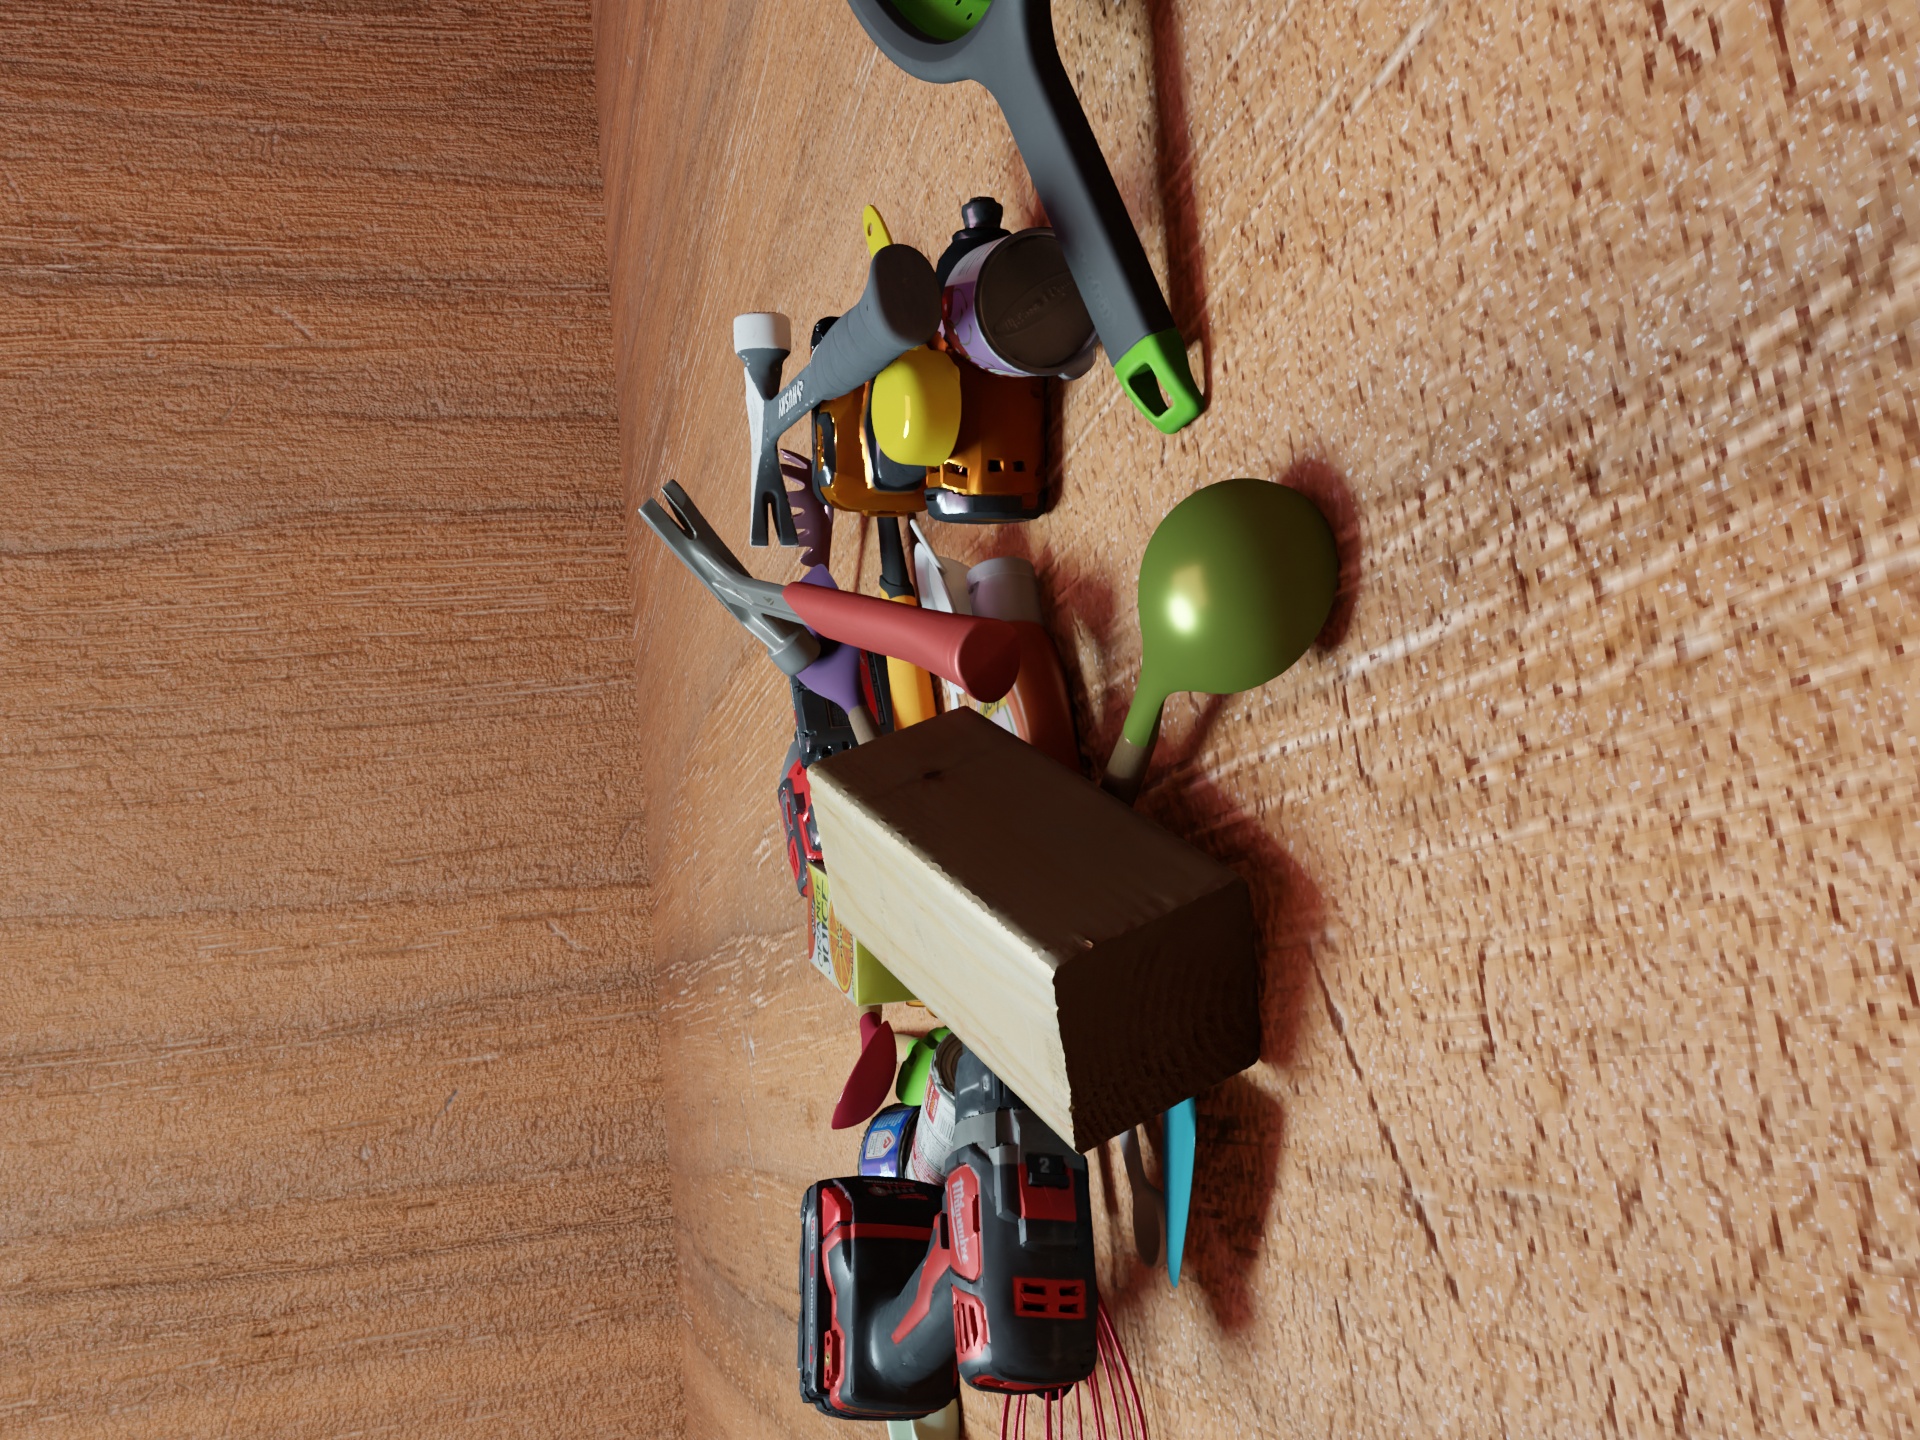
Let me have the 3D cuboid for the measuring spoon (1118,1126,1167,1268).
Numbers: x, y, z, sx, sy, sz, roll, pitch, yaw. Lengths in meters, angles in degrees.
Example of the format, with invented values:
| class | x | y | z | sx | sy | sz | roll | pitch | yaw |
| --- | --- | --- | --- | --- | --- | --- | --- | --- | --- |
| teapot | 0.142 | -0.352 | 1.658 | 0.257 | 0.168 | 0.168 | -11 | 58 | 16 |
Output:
| class | x | y | z | sx | sy | sz | roll | pitch | yaw |
| --- | --- | --- | --- | --- | --- | --- | --- | --- | --- |
| measuring spoon | 0.084 | 0.190 | 0.731 | 0.034 | 0.018 | 0.124 | 105 | 162 | -45 |

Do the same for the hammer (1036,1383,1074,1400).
| class | x | y | z | sx | sy | sz | roll | pitch | yaw |
| --- | --- | --- | --- | --- | --- | --- | --- | --- | --- |
| hammer | -0.010 | 0.360 | 0.968 | 0.335 | 0.035 | 0.146 | 157 | 130 | -68 |

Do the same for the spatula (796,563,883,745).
| class | x | y | z | sx | sy | sz | roll | pitch | yaw |
| --- | --- | --- | --- | --- | --- | --- | --- | --- | --- |
| spatula | -0.058 | 0.014 | 1.013 | 0.059 | 0.018 | 0.316 | -43 | 49 | 17 |

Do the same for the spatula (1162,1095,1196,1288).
| class | x | y | z | sx | sy | sz | roll | pitch | yaw |
| --- | --- | --- | --- | --- | --- | --- | --- | --- | --- |
| spatula | 0.046 | 0.127 | 0.755 | 0.318 | 0.044 | 0.082 | -134 | 40 | -56 |

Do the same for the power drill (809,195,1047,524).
| class | x | y | z | sx | sy | sz | roll | pitch | yaw |
| --- | --- | --- | --- | --- | --- | --- | --- | --- | --- |
| power drill | -0.018 | -0.192 | 0.889 | 0.227 | 0.084 | 0.164 | -164 | 72 | -67 |

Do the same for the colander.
| class | x | y | z | sx | sy | sz | roll | pitch | yaw |
| --- | --- | --- | --- | --- | --- | --- | --- | --- | --- |
| colander | 0.045 | -0.315 | 0.681 | 0.397 | 0.094 | 0.204 | 67 | 157 | 4 |

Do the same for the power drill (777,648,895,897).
| class | x | y | z | sx | sy | sz | roll | pitch | yaw |
| --- | --- | --- | --- | --- | --- | --- | --- | --- | --- |
| power drill | -0.096 | 0.027 | 1.184 | 0.219 | 0.078 | 0.143 | 109 | 153 | -56 |

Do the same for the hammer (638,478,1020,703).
| class | x | y | z | sx | sy | sz | roll | pitch | yaw |
| --- | --- | --- | --- | --- | --- | --- | --- | --- | --- |
| hammer | -0.074 | -0.065 | 0.884 | 0.149 | 0.037 | 0.359 | 50 | 166 | -25 |

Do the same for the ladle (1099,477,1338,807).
| class | x | y | z | sx | sy | sz | roll | pitch | yaw |
| --- | --- | --- | --- | --- | --- | --- | --- | --- | --- |
| ladle | 0.083 | 0.017 | 0.675 | 0.320 | 0.062 | 0.078 | 102 | 156 | -57 |

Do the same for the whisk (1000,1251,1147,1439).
| class | x | y | z | sx | sy | sz | roll | pitch | yaw |
| --- | --- | --- | --- | --- | --- | --- | --- | --- | --- |
| whisk | 0.050 | 0.264 | 0.773 | 0.073 | 0.073 | 0.296 | 134 | 136 | -67 |

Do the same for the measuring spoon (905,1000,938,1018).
| class | x | y | z | sx | sy | sz | roll | pitch | yaw |
| --- | --- | --- | --- | --- | --- | --- | --- | --- | --- |
| measuring spoon | -0.020 | 0.187 | 1.030 | 0.117 | 0.021 | 0.011 | 137 | 129 | -76 |

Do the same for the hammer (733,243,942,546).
| class | x | y | z | sx | sy | sz | roll | pitch | yaw |
| --- | --- | --- | --- | --- | --- | --- | --- | --- | --- |
| hammer | -0.075 | -0.176 | 0.837 | 0.409 | 0.036 | 0.149 | -170 | 77 | -74 |

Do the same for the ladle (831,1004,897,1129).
| class | x | y | z | sx | sy | sz | roll | pitch | yaw |
| --- | --- | --- | --- | --- | --- | --- | --- | --- | --- |
| ladle | -0.062 | 0.194 | 1.064 | 0.315 | 0.031 | 0.069 | -109 | 43 | -80 |

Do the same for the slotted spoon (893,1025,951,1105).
| class | x | y | z | sx | sy | sz | roll | pitch | yaw |
| --- | --- | --- | --- | --- | --- | --- | --- | --- | --- |
| slotted spoon | -0.035 | 0.220 | 1.062 | 0.031 | 0.070 | 0.313 | 51 | 165 | 0 |

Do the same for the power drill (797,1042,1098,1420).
| class | x | y | z | sx | sy | sz | roll | pitch | yaw |
| --- | --- | --- | --- | --- | --- | --- | --- | --- | --- |
| power drill | -0.006 | 0.228 | 0.752 | 0.226 | 0.080 | 0.188 | 128 | 147 | -52 |

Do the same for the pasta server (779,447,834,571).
| class | x | y | z | sx | sy | sz | roll | pitch | yaw |
| --- | --- | --- | --- | --- | --- | --- | --- | --- | --- |
| pasta server | -0.116 | -0.072 | 1.234 | 0.060 | 0.040 | 0.316 | -85 | -1 | -46 |

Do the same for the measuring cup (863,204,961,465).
| class | x | y | z | sx | sy | sz | roll | pitch | yaw |
| --- | --- | --- | --- | --- | --- | --- | --- | --- | --- |
| measuring cup | -0.037 | -0.198 | 0.802 | 0.062 | 0.029 | 0.157 | -51 | 51 | 55 |

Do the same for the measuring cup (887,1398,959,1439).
| class | x | y | z | sx | sy | sz | roll | pitch | yaw |
| --- | --- | --- | --- | --- | --- | --- | --- | --- | --- |
| measuring cup | -0.011 | 0.471 | 1.034 | 0.168 | 0.038 | 0.083 | -157 | 66 | -69 |

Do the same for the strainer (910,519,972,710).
| class | x | y | z | sx | sy | sz | roll | pitch | yaw |
| --- | --- | --- | --- | --- | --- | --- | --- | --- | --- |
| strainer | -0.001 | -0.003 | 0.914 | 0.087 | 0.050 | 0.258 | -119 | 23 | -52 |

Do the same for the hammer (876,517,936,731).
| class | x | y | z | sx | sy | sz | roll | pitch | yaw |
| --- | --- | --- | --- | --- | --- | --- | --- | --- | --- |
| hammer | -0.042 | -0.064 | 1.056 | 0.127 | 0.034 | 0.337 | 130 | 135 | -64 |
